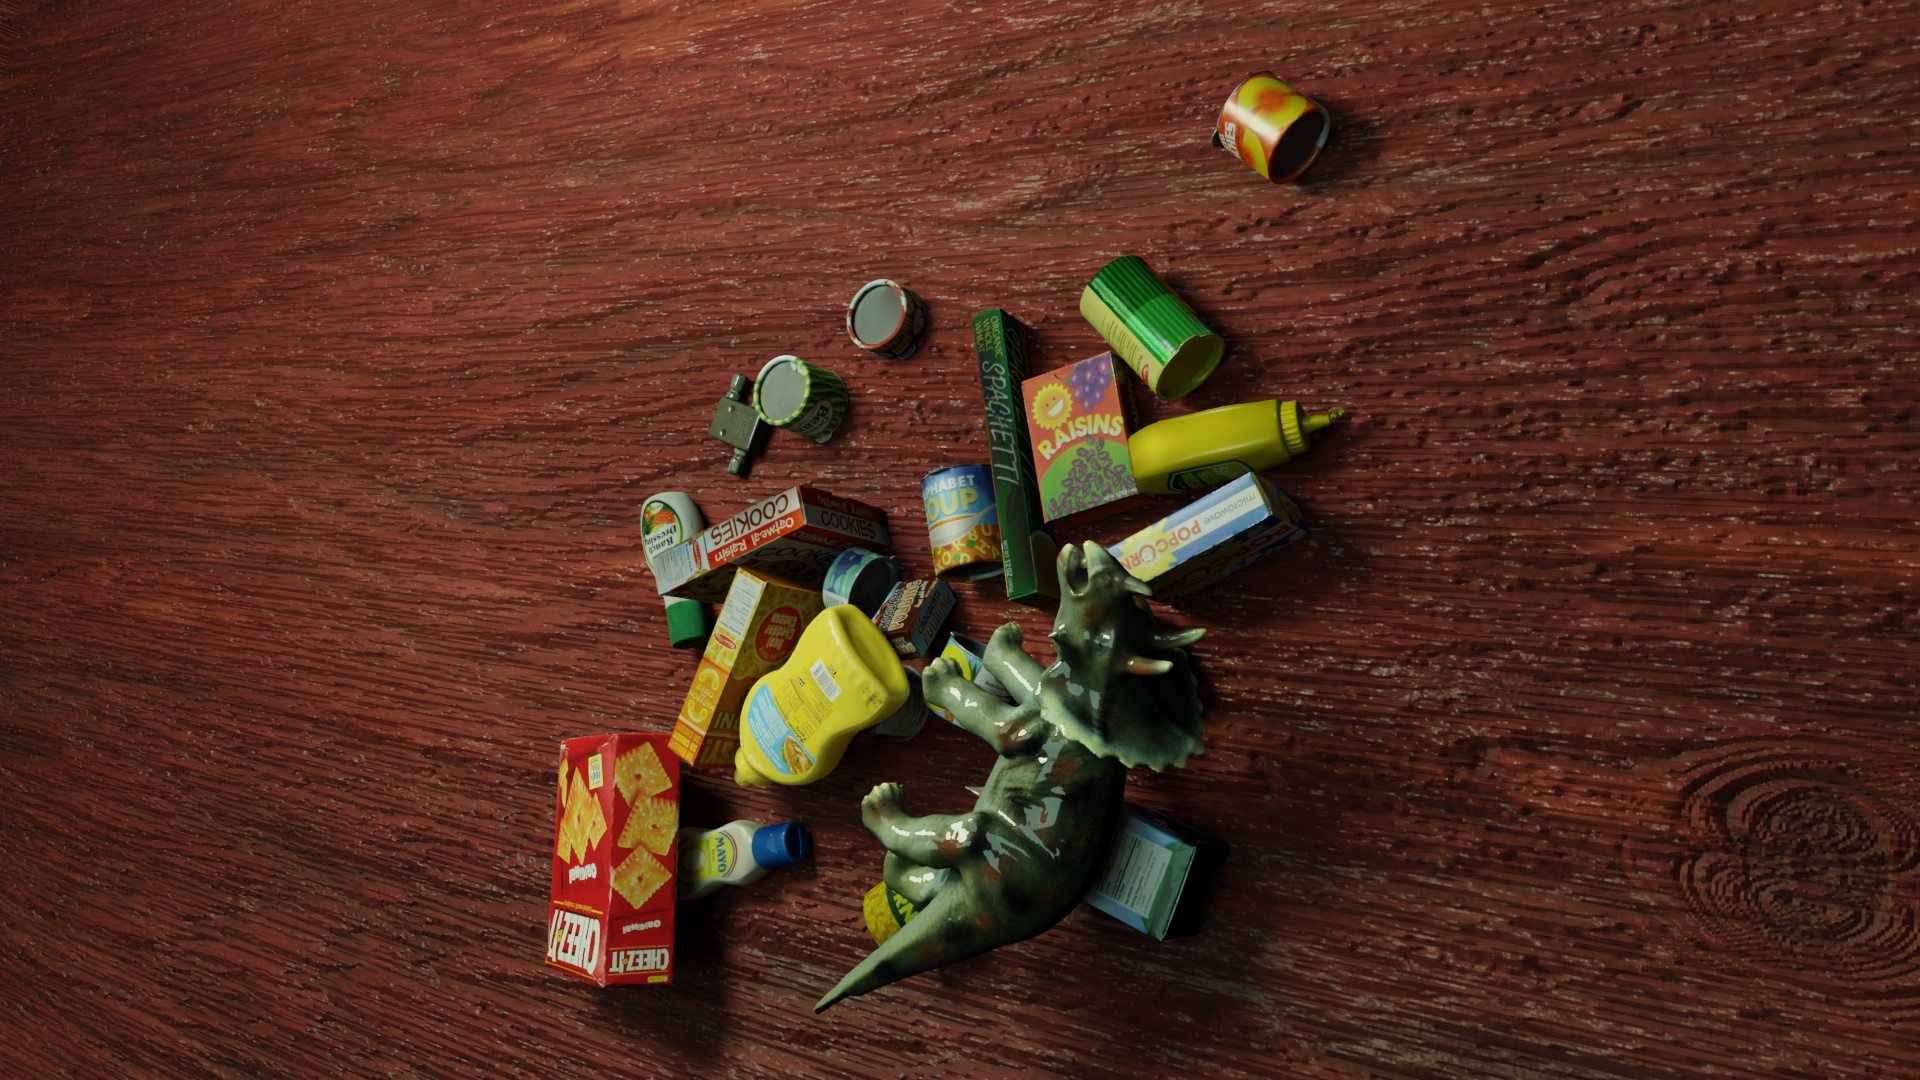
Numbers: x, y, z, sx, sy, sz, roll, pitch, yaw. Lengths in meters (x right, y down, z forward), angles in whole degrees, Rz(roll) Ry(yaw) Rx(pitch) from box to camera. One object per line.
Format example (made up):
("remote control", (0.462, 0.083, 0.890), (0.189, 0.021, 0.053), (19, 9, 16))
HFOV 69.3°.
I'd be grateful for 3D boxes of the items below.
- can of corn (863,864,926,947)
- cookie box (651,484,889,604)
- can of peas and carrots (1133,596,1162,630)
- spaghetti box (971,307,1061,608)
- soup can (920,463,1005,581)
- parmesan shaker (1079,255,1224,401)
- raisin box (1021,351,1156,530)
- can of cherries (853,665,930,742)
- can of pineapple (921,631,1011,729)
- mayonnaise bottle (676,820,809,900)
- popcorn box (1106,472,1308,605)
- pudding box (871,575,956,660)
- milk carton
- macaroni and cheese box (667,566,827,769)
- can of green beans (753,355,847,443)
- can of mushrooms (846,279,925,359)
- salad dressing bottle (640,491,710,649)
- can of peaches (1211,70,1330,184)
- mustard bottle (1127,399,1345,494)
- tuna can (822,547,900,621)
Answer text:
("can of corn", (-0.037, 0.294, 1.113), (0.058, 0.071, 0.071), (-39, 63, 21))
("cookie box", (-0.165, 0.008, 1.216), (0.167, 0.123, 0.040), (-24, 70, 26))
("can of peas and carrots", (0.127, 0.082, 1.057), (0.070, 0.071, 0.059), (-37, 63, 21))
("spaghetti box", (0.046, -0.071, 1.144), (0.028, 0.050, 0.250), (-15, 73, 27))
("soup can", (0.004, -0.014, 1.147), (0.071, 0.071, 0.084), (-18, 72, 28))
("parmesan shaker", (0.149, -0.169, 1.087), (0.071, 0.071, 0.103), (-46, 60, 16))
("raisin box", (0.102, -0.080, 1.118), (0.086, 0.040, 0.123), (-18, 71, 29))
("can of cherries", (-0.070, 0.135, 1.171), (0.071, 0.058, 0.071), (-6, 78, 30))
("can of pineapple", (0.009, 0.115, 1.123), (0.071, 0.071, 0.057), (31, 98, 32))
("mayonnaise bottle", (-0.203, 0.279, 1.236), (0.148, 0.041, 0.065), (-18, 70, 29))
("popcorn box", (0.183, 0.001, 1.025), (0.126, 0.085, 0.038), (-30, 68, 24))
("pudding box", (-0.043, 0.065, 1.156), (0.049, 0.084, 0.030), (-11, 117, 31))
("milk carton", (0.096, 0.223, 1.044), (0.191, 0.072, 0.073), (21, 91, 32))
("macaroni and cheese box", (-0.168, 0.114, 1.198), (0.040, 0.124, 0.166), (26, 95, 37))
("can of green beans", (-0.146, -0.131, 1.271), (0.071, 0.058, 0.071), (-6, 78, 31))
("can of mushrooms", (-0.066, -0.198, 1.249), (0.071, 0.033, 0.071), (-7, 77, 30))
("salad dressing bottle", (-0.268, 0.029, 1.324), (0.064, 0.044, 0.148), (-24, 69, 28))
("can of peaches", (0.238, -0.313, 1.062), (0.058, 0.071, 0.071), (46, 105, 29))
("mustard bottle", (0.208, -0.074, 1.038), (0.160, 0.065, 0.049), (-14, 70, 25))
("tuna can", (-0.084, 0.039, 1.196), (0.033, 0.071, 0.071), (20, 92, 34))
